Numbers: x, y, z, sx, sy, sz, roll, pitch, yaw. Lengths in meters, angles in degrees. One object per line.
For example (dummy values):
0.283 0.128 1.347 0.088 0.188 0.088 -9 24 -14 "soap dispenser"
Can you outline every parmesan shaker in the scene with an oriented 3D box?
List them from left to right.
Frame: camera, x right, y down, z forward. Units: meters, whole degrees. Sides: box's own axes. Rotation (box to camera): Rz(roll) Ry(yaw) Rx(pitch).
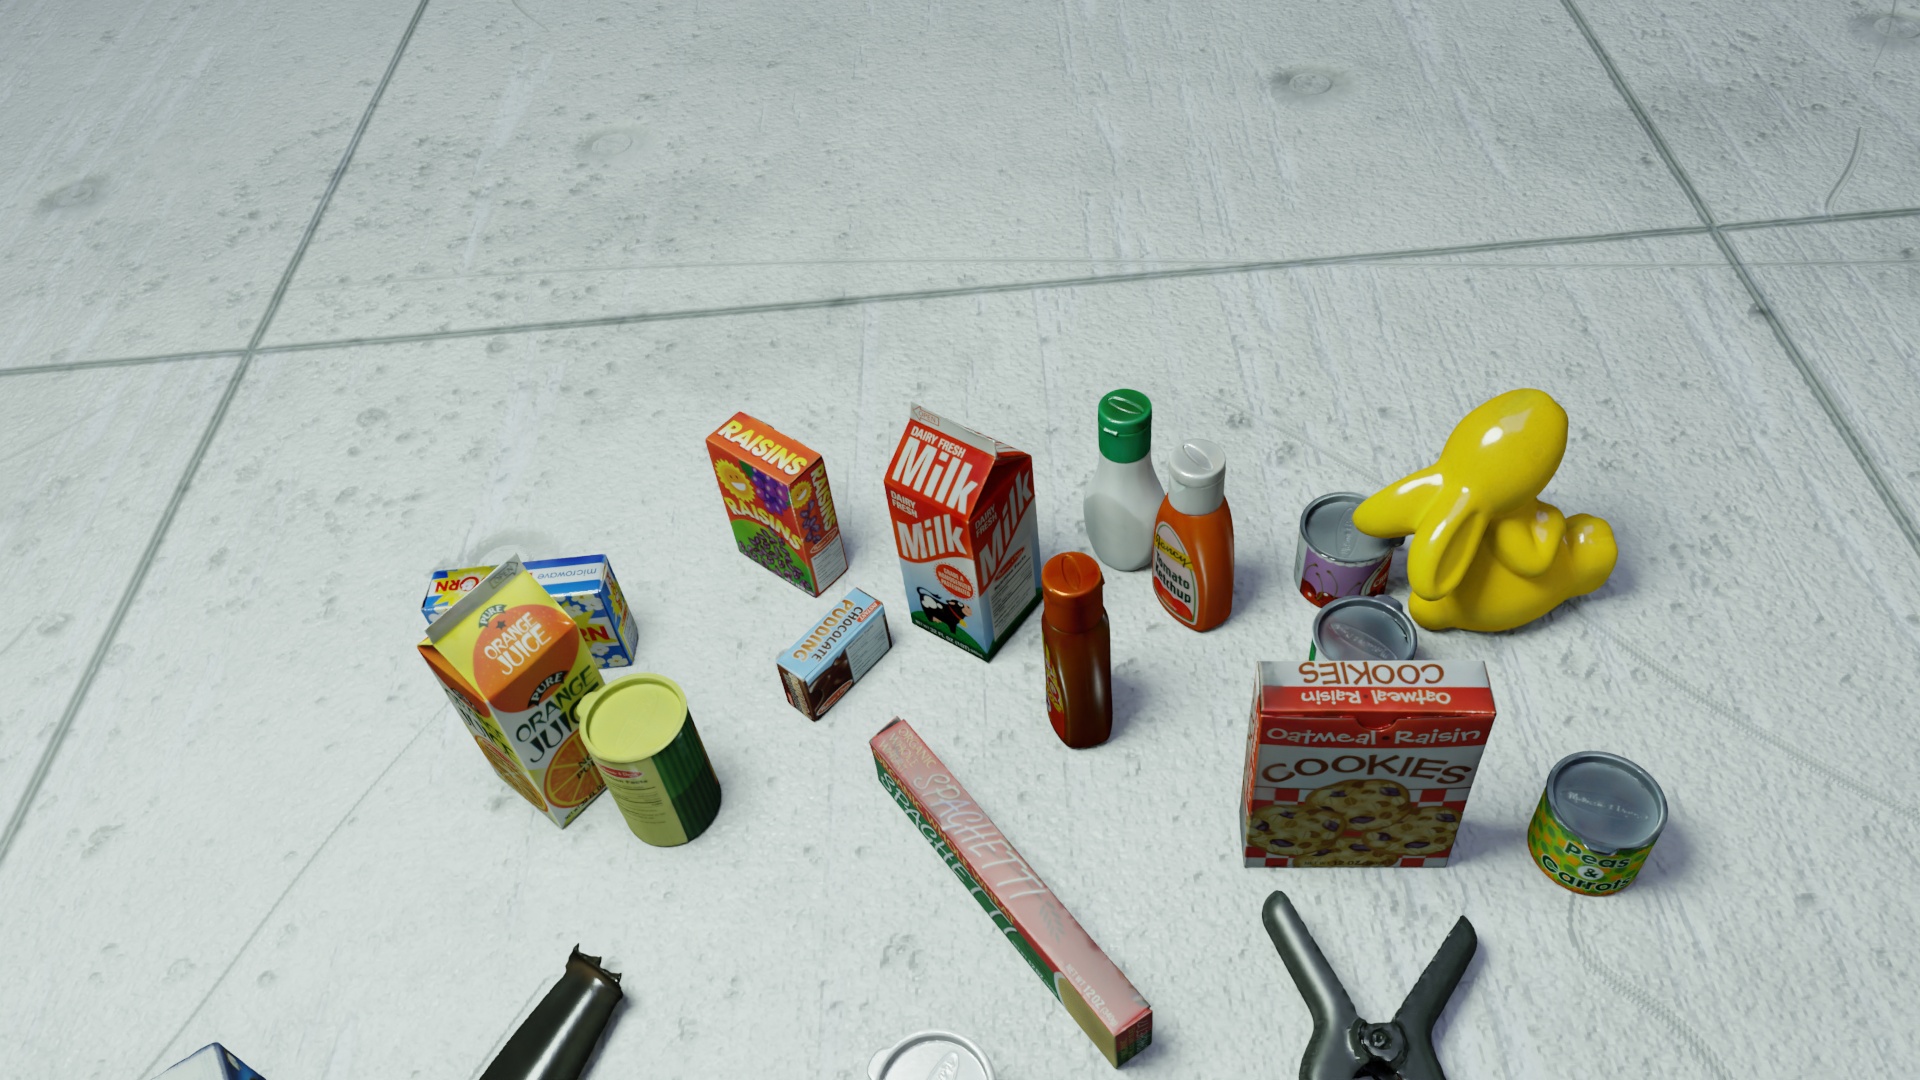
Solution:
-0.198 0.140 0.887 0.071 0.102 0.072 -3 48 4 "parmesan shaker"

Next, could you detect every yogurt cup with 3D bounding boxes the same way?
-0.012 0.306 0.749 0.072 0.053 0.073 -3 48 4 "yogurt cup"

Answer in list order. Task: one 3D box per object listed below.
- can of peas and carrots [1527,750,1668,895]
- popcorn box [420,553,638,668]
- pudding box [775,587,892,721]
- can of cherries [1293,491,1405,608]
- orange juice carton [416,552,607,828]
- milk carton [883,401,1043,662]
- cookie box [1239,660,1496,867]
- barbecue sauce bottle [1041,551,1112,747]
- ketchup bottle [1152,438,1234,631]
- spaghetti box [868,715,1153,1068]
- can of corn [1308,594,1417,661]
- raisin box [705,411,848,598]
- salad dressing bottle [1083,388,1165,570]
0.375 0.170 0.822 0.071 0.058 0.071 -3 48 4 "can of peas and carrots"
-0.303 0.056 0.988 0.127 0.084 0.038 -6 48 2 "popcorn box"
-0.087 0.079 0.965 0.030 0.049 0.084 28 57 28 "pudding box"
0.273 0.010 0.979 0.071 0.058 0.072 -3 48 4 "can of cherries"
-0.277 0.092 0.880 0.073 0.191 0.072 28 57 28 "orange juice carton"
0.003 -0.012 0.942 0.072 0.189 0.074 27 56 27 "milk carton"
0.228 0.133 0.800 0.123 0.166 0.040 -1 48 6 "cookie box"
0.074 0.068 0.889 0.044 0.147 0.065 -11 48 -3 "barbecue sauce bottle"
0.159 -0.005 0.945 0.044 0.148 0.065 -28 51 -17 "ketchup bottle"
0.024 0.205 0.838 0.029 0.050 0.251 -31 52 -20 "spaghetti box"
0.265 0.078 0.918 0.071 0.058 0.071 -3 48 4 "can of corn"
-0.132 -0.026 1.015 0.086 0.122 0.040 29 58 29 "raisin box"
0.117 -0.042 0.984 0.064 0.146 0.044 26 56 27 "salad dressing bottle"
